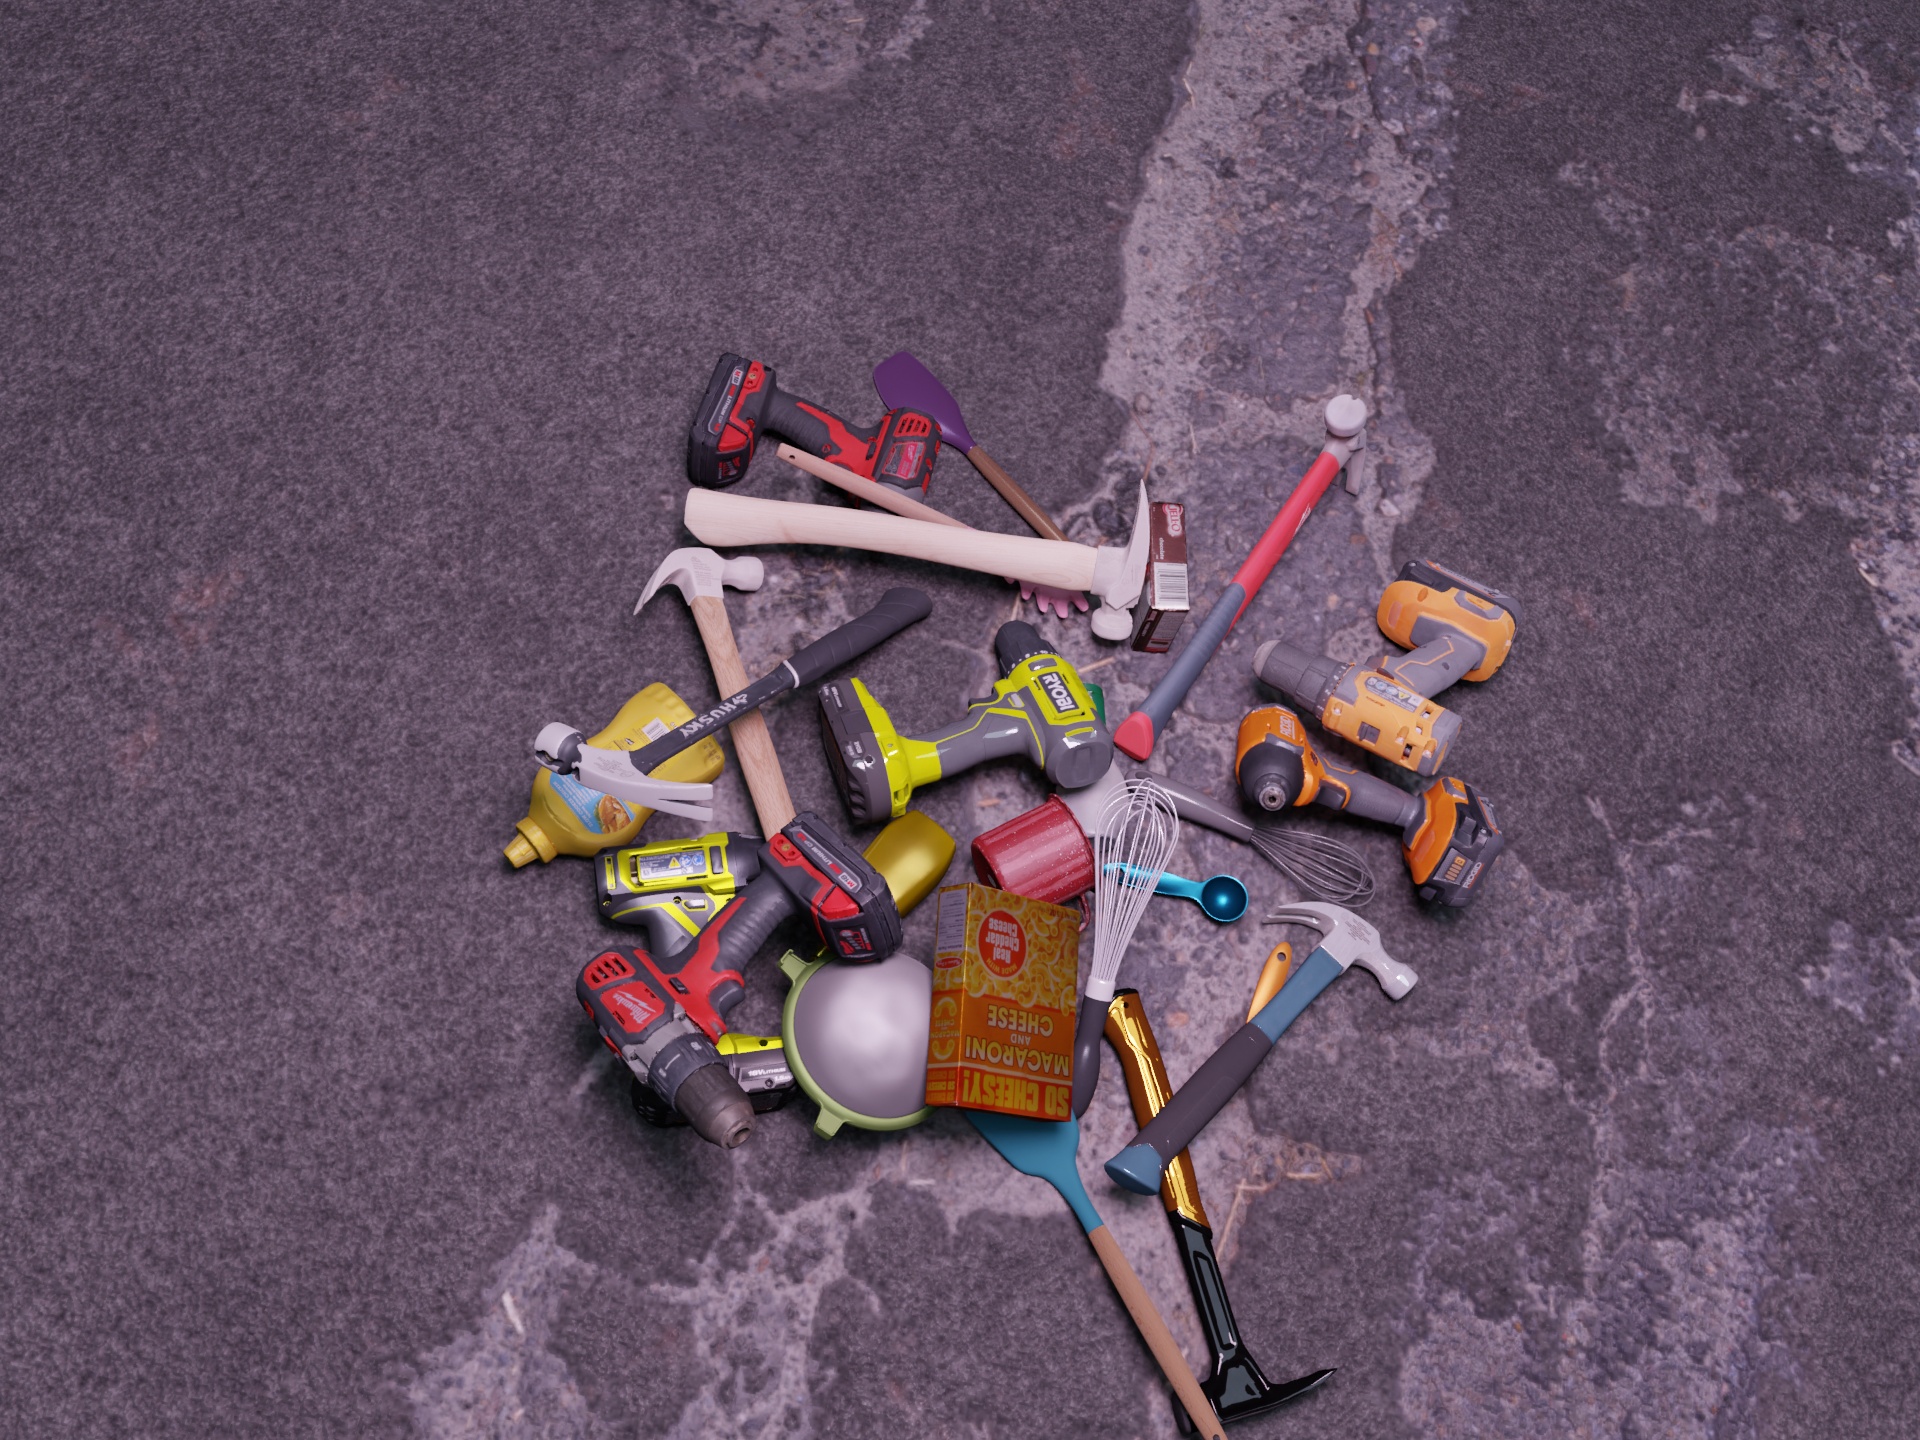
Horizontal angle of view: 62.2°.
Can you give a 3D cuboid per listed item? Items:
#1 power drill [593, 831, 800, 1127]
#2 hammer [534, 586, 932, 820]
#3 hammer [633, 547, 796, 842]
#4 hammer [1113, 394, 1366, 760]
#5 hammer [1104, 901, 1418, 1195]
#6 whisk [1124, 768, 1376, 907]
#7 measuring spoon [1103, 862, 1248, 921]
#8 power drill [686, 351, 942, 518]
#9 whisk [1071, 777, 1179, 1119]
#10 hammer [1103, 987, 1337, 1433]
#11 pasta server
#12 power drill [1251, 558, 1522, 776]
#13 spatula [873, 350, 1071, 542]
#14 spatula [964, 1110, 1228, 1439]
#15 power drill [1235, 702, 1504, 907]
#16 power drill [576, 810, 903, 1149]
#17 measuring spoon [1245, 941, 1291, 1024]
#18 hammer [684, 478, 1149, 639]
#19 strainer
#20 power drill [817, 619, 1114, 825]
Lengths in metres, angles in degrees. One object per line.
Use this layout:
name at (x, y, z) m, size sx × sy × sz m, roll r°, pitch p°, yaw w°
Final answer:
power drill at (-0.196, 0.199, 1.272) m, size 0.171 × 0.080 × 0.223 m, roll -5°, pitch 64°, yaw -15°
hammer at (-0.148, -0.030, 1.305) m, size 0.149 × 0.036 × 0.409 m, roll 22°, pitch 34°, yaw 26°
hammer at (-0.186, -0.007, 1.345) m, size 0.130 × 0.031 × 0.332 m, roll 1°, pitch 57°, yaw -41°
hammer at (0.264, -0.118, 1.477) m, size 0.038 × 0.143 × 0.386 m, roll 31°, pitch 76°, yaw 22°
hammer at (0.237, 0.267, 1.297) m, size 0.128 × 0.033 × 0.331 m, roll 45°, pitch 59°, yaw 12°
whisk at (0.253, 0.099, 1.396) m, size 0.239 × 0.055 × 0.055 m, roll 25°, pitch 65°, yaw 8°
measuring spoon at (0.186, 0.147, 1.383) m, size 0.128 × 0.021 × 0.042 m, roll 13°, pitch 65°, yaw 8°
power drill at (-0.136, -0.246, 1.481) m, size 0.219 × 0.078 × 0.143 m, roll 17°, pitch 65°, yaw -3°
whisk at (0.120, 0.184, 1.283) m, size 0.070 × 0.070 × 0.284 m, roll 12°, pitch 93°, yaw -2°
hammer at (0.183, 0.375, 1.267) m, size 0.127 × 0.034 × 0.337 m, roll -12°, pitch 68°, yaw -12°
pasta server at (-0.020, -0.178, 1.441) m, size 0.316 × 0.060 × 0.040 m, roll 23°, pitch 21°, yaw -16°
power drill at (0.384, -0.058, 1.429) m, size 0.185 × 0.084 × 0.226 m, roll 29°, pitch 47°, yaw 22°
spatula at (0.026, -0.241, 1.530) m, size 0.060 × 0.018 × 0.316 m, roll -38°, pitch 75°, yaw -18°
spatula at (0.115, 0.413, 1.219) m, size 0.082 × 0.044 × 0.318 m, roll -31°, pitch 63°, yaw -4°
power drill at (0.341, 0.072, 1.362) m, size 0.226 × 0.084 × 0.164 m, roll 25°, pitch 22°, yaw 3°
power drill at (-0.149, 0.191, 1.168) m, size 0.227 × 0.080 × 0.188 m, roll -36°, pitch 52°, yaw -19°
measuring spoon at (0.258, 0.238, 1.350) m, size 0.021 × 0.011 × 0.117 m, roll 26°, pitch 65°, yaw 4°
hammer at (-0.038, -0.169, 1.411) m, size 0.410 × 0.146 × 0.038 m, roll 8°, pitch 32°, yaw 0°
strainer at (-0.010, 0.232, 1.248) m, size 0.256 × 0.069 × 0.152 m, roll -1°, pitch 59°, yaw -27°
power drill at (-0.002, -0.004, 1.372) m, size 0.228 × 0.080 × 0.191 m, roll -13°, pitch 43°, yaw -12°
